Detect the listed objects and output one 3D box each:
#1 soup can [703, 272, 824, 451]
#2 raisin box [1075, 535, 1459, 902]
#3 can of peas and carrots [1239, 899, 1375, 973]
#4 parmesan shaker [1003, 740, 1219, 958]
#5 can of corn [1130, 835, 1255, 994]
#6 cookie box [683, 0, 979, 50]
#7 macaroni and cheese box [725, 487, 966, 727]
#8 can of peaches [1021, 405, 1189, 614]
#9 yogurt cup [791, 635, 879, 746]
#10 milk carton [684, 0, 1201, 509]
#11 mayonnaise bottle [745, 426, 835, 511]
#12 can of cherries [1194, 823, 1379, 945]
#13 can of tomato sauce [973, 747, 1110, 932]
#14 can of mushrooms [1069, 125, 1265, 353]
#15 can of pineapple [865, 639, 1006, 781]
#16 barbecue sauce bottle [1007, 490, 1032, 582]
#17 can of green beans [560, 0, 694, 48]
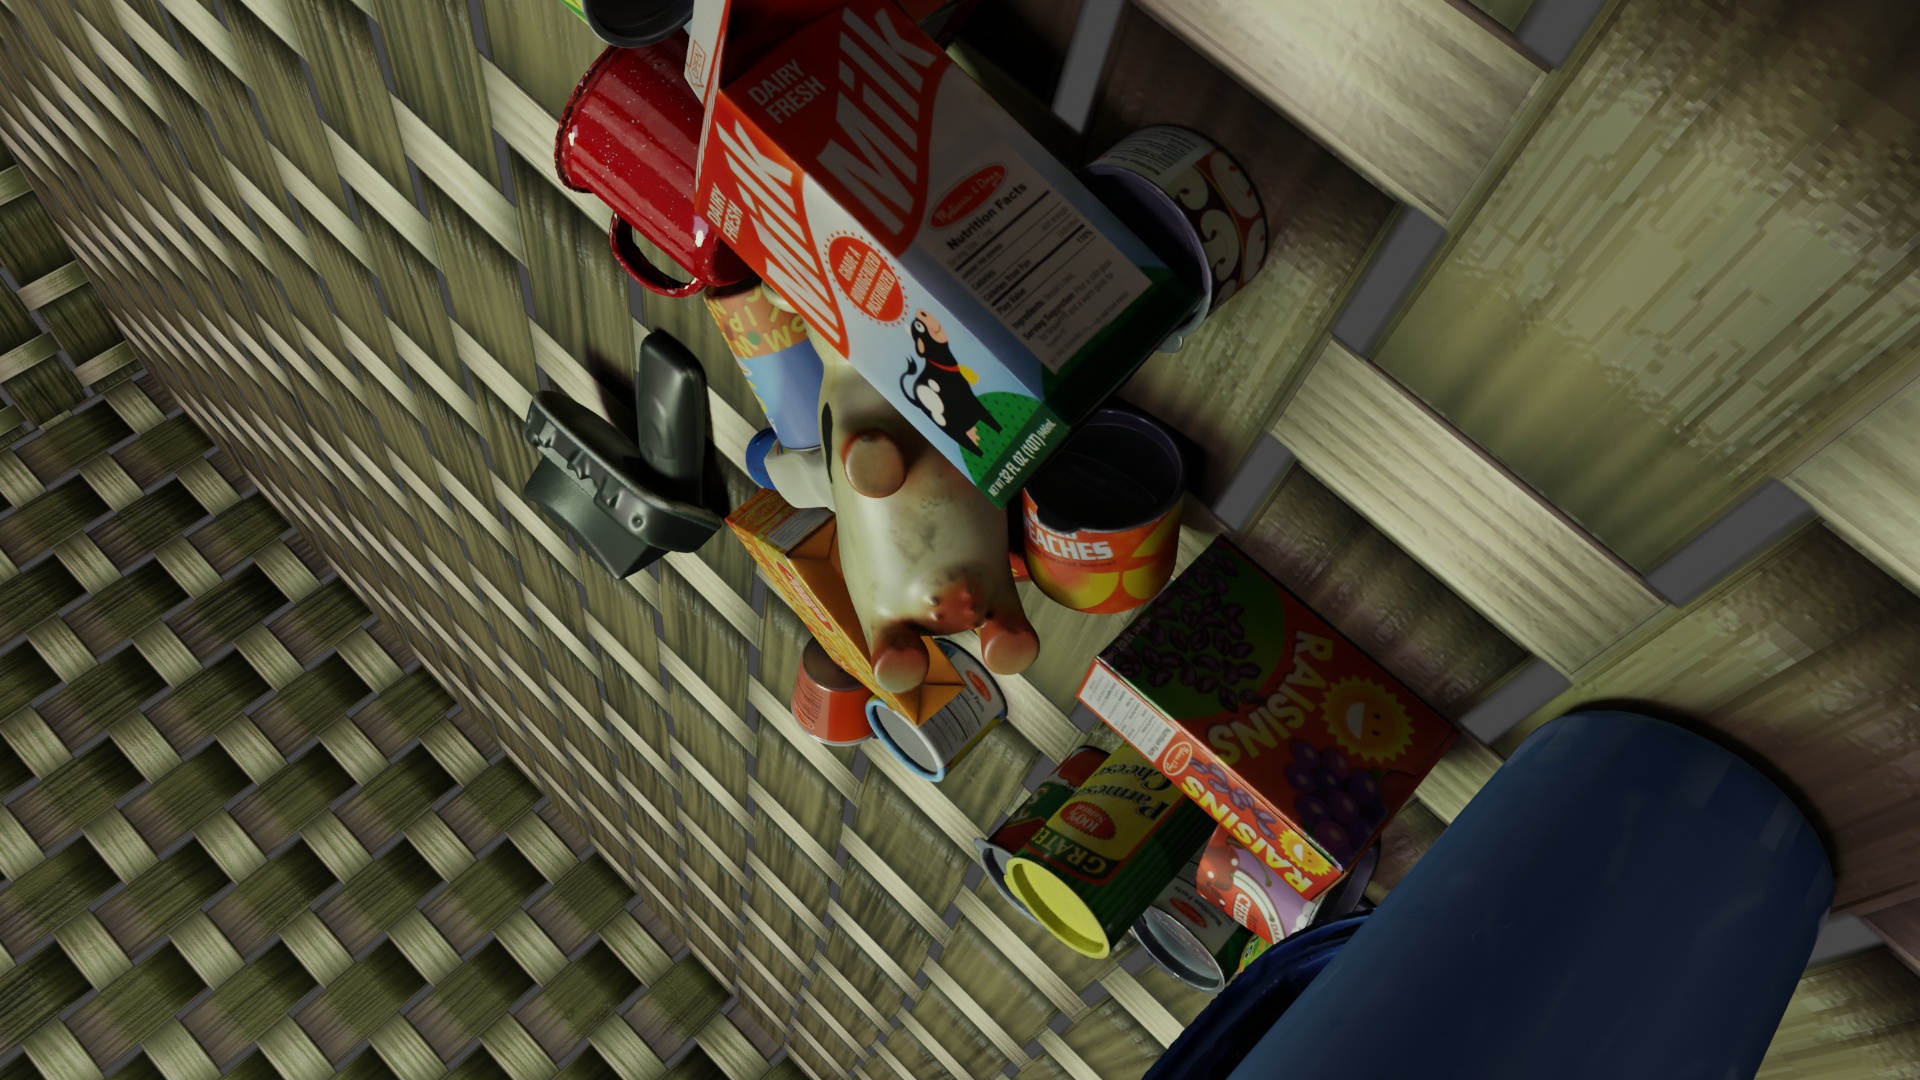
[{"bbox_3d":[-0.077,-0.094,0.660,0.071,0.071,0.083,12,135,51],"label":"soup can"},{"bbox_3d":[0.121,0.069,0.555,0.123,0.086,0.039,41,148,15],"label":"raisin box"},{"bbox_3d":[0.177,0.211,0.687,0.071,0.071,0.058,43,154,12],"label":"can of peas and carrots"},{"bbox_3d":[0.080,0.151,0.710,0.071,0.103,0.071,36,150,24],"label":"parmesan shaker"},{"bbox_3d":[0.131,0.199,0.747,0.071,0.058,0.070,36,151,24],"label":"can of corn"},{"bbox_3d":[-0.075,-0.230,0.509,0.167,0.040,0.122,52,154,-4],"label":"cookie box"},{"bbox_3d":[-0.071,0.032,0.809,0.123,0.040,0.166,55,168,-18],"label":"macaroni and cheese box"},{"bbox_3d":[0.056,-0.010,0.566,0.071,0.071,0.057,35,151,26],"label":"can of peaches"},{"bbox_3d":[-0.079,0.094,0.924,0.072,0.073,0.053,36,143,24],"label":"yogurt cup"},{"bbox_3d":[-0.022,-0.110,0.462,0.190,0.074,0.072,45,154,2],"label":"milk carton"},{"bbox_3d":[-0.070,-0.044,0.729,0.148,0.065,0.041,5,131,59],"label":"mayonnaise bottle"},{"bbox_3d":[0.150,0.155,0.644,0.058,0.072,0.071,31,149,32],"label":"can of cherries"},{"bbox_3d":[0.060,0.167,0.783,0.071,0.083,0.070,36,151,24],"label":"can of tomato sauce"},{"bbox_3d":[0.068,-0.101,0.469,0.071,0.033,0.070,35,150,24],"label":"can of mushrooms"},{"bbox_3d":[-0.016,0.104,0.845,0.071,0.058,0.070,36,151,24],"label":"can of pineapple"},{"bbox_3d":[0.002,-0.009,0.682,0.148,0.044,0.064,-10,111,61],"label":"barbecue sauce bottle"},{"bbox_3d":[-0.121,-0.215,0.477,0.058,0.071,0.071,43,153,15],"label":"can of green beans"}]
